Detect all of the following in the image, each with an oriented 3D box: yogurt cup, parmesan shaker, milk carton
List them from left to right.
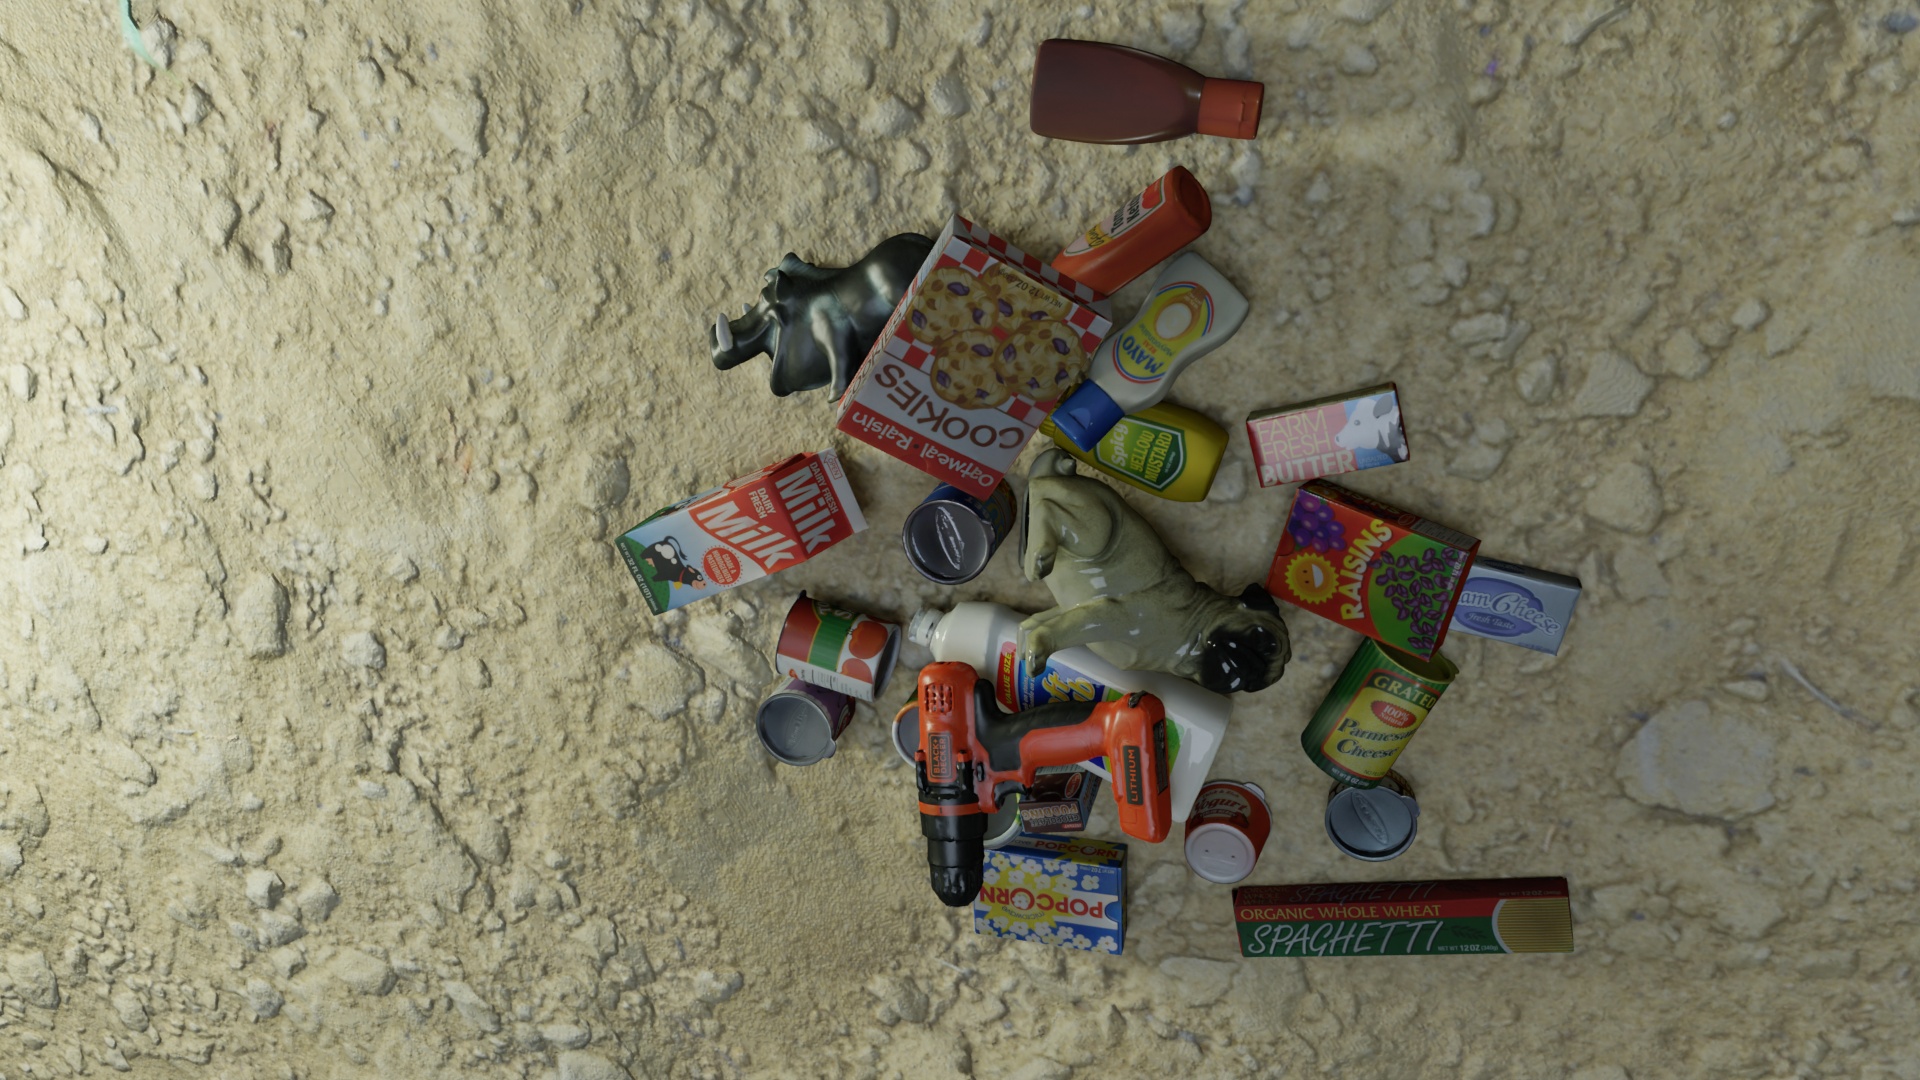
[{"bbox_3d":[-0.166,-0.011,1.091,0.190,0.074,0.072,-19,103,22],"label":"milk carton"},{"bbox_3d":[0.204,0.228,1.074,0.072,0.054,0.072,6,112,16],"label":"yogurt cup"},{"bbox_3d":[0.300,0.121,0.998,0.071,0.071,0.102,28,116,6],"label":"parmesan shaker"}]

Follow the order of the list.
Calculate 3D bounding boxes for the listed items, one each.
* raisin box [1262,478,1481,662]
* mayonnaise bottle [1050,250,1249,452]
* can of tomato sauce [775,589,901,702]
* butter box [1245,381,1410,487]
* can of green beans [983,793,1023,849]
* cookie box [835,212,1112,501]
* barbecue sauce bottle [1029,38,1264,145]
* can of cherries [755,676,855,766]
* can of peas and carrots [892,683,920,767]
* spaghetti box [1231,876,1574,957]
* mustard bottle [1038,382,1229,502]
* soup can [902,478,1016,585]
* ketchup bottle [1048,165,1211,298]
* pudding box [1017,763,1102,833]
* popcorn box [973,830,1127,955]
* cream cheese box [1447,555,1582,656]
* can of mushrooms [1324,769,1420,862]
[{"bbox_3d":[0.283,0.019,0.962,0.123,0.040,0.085,25,117,26],"label":"raisin box"},{"bbox_3d":[0.125,-0.124,0.945,0.065,0.041,0.148,45,92,9],"label":"mayonnaise bottle"},{"bbox_3d":[-0.096,0.085,1.110,0.083,0.071,0.071,16,114,11],"label":"can of tomato sauce"},{"bbox_3d":[0.254,-0.072,0.963,0.103,0.024,0.053,-11,105,21],"label":"butter box"},{"bbox_3d":[0.019,0.212,1.109,0.071,0.057,0.071,-1,75,5],"label":"can of green beans"},{"bbox_3d":[0.007,-0.119,0.947,0.123,0.040,0.166,26,122,-16],"label":"cookie box"},{"bbox_3d":[0.122,-0.290,0.913,0.148,0.044,0.064,11,113,13],"label":"barbecue sauce bottle"},{"bbox_3d":[-0.125,0.145,1.144,0.071,0.058,0.071,5,110,15],"label":"can of cherries"},{"bbox_3d":[-0.013,0.144,1.108,0.071,0.059,0.070,6,112,15],"label":"can of peas and carrots"},{"bbox_3d":[0.336,0.291,1.070,0.250,0.029,0.050,-7,106,20],"label":"spaghetti box"},{"bbox_3d":[0.108,-0.078,0.993,0.160,0.049,0.065,20,111,10],"label":"mustard bottle"},{"bbox_3d":[0.004,-0.013,1.030,0.071,0.084,0.071,6,112,15],"label":"soup can"},{"bbox_3d":[0.100,-0.193,0.948,0.148,0.065,0.043,-31,115,33],"label":"ketchup bottle"},{"bbox_3d":[0.079,0.194,1.084,0.049,0.084,0.030,-7,109,19],"label":"pudding box"},{"bbox_3d":[0.074,0.288,1.147,0.127,0.038,0.085,4,110,16],"label":"popcorn box"},{"bbox_3d":[0.371,0.041,0.968,0.104,0.024,0.053,14,112,12],"label":"cream cheese box"},{"bbox_3d":[0.311,0.204,1.043,0.071,0.033,0.070,6,111,16],"label":"can of mushrooms"}]
